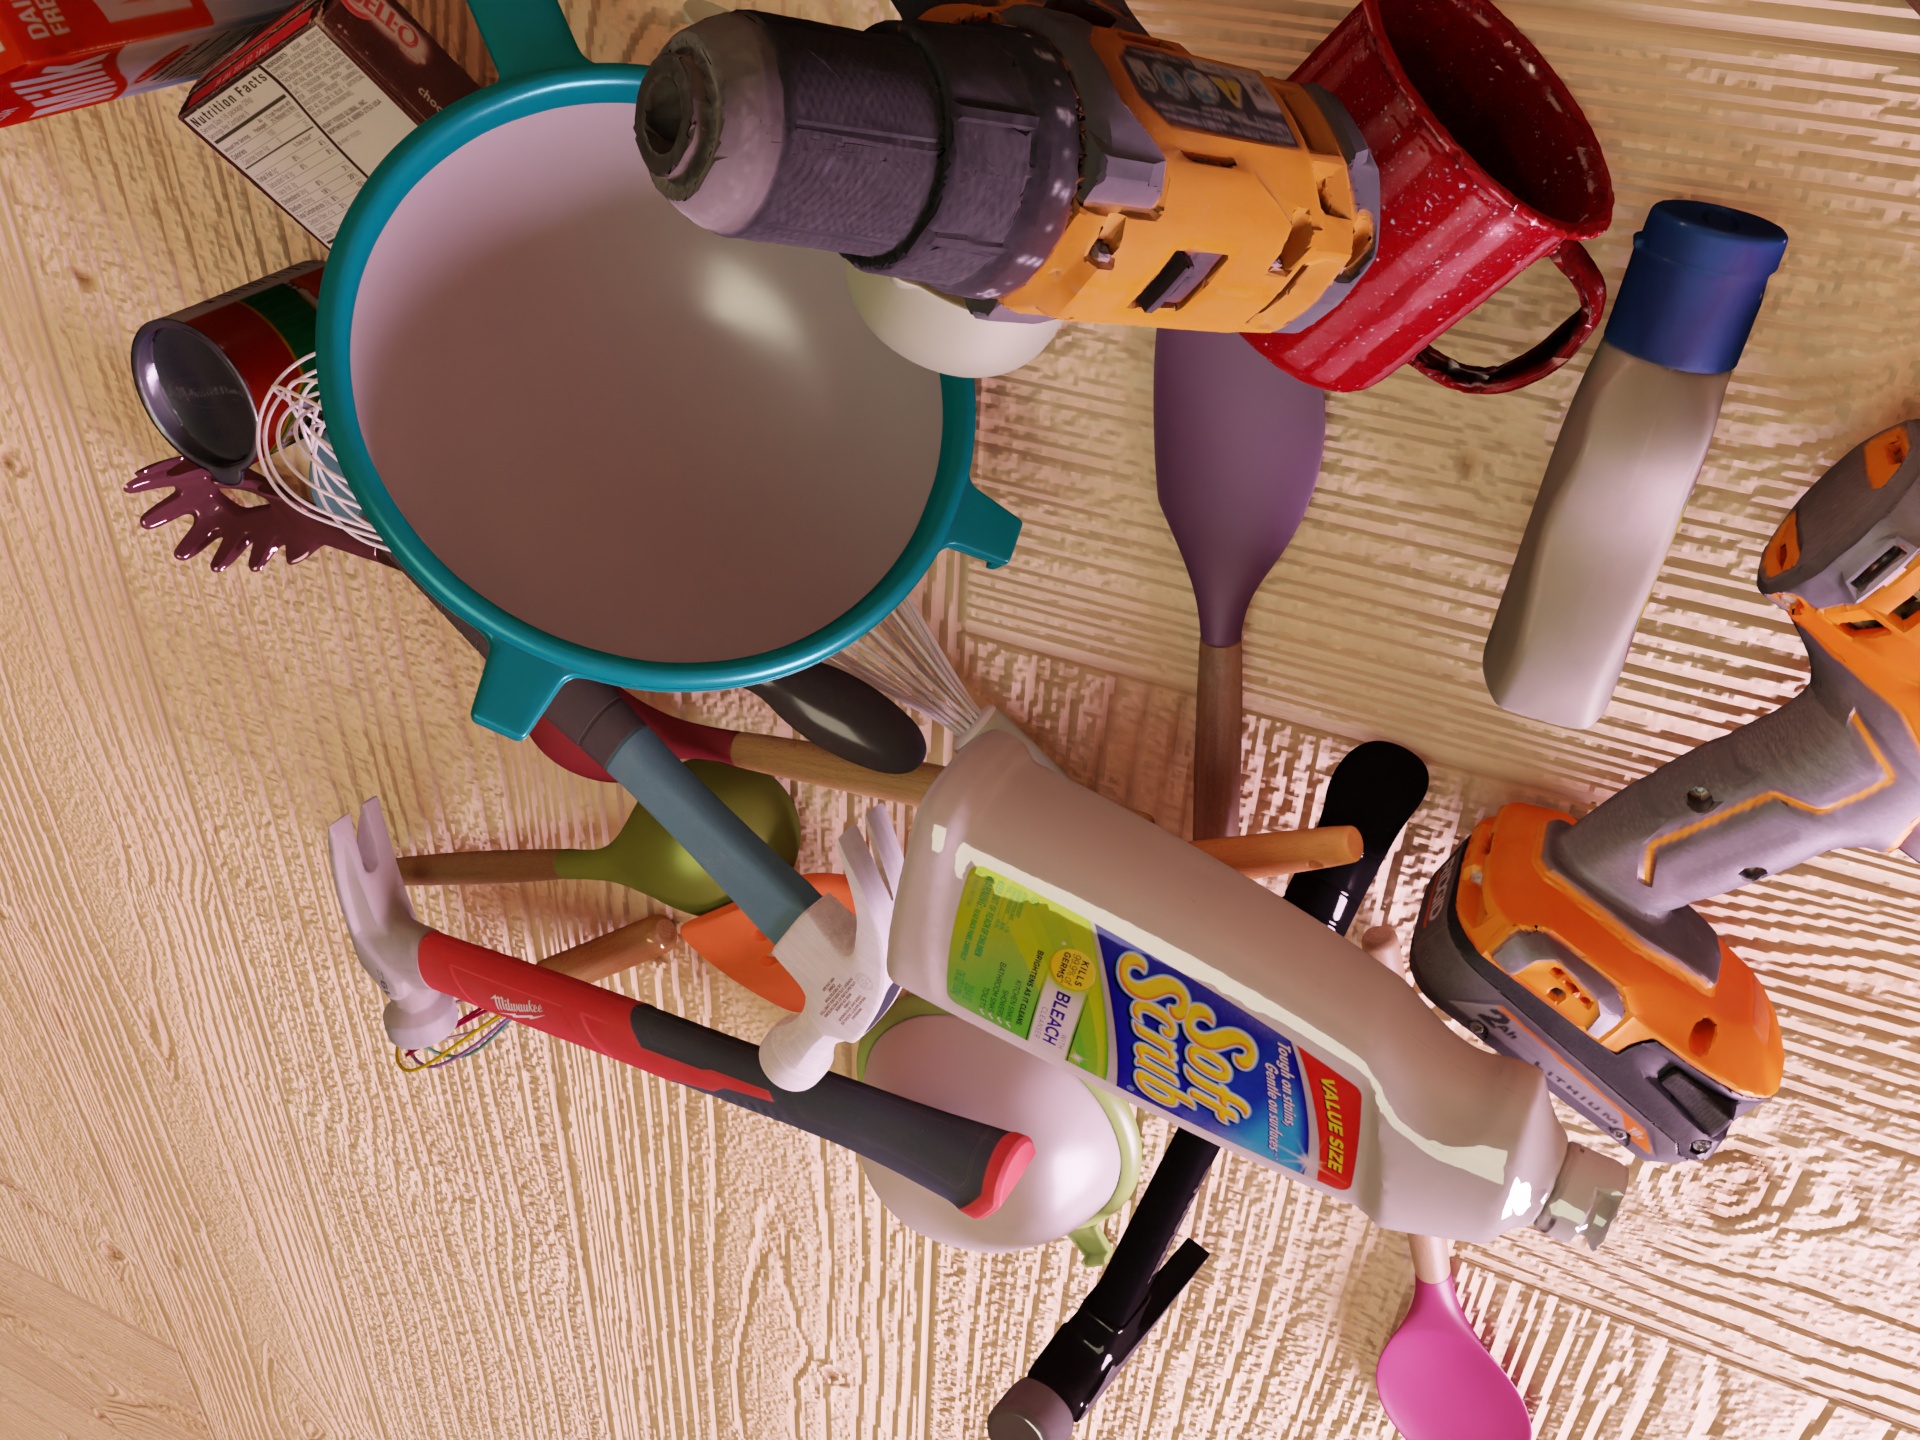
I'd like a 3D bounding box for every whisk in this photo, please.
[{"bbox_3d":[-0.240,0.151,0.874,0.245,0.047,0.051,-24,106,35],"label":"whisk"},{"bbox_3d":[-0.137,-0.057,0.603,0.284,0.070,0.070,29,131,-1],"label":"whisk"},{"bbox_3d":[-0.001,-0.002,0.634,0.246,0.058,0.059,44,100,-9],"label":"whisk"}]

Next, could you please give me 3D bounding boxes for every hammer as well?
[{"bbox_3d":[0.106,0.153,0.645,0.035,0.146,0.334,31,120,22],"label":"hammer"},{"bbox_3d":[-0.144,0.139,0.747,0.386,0.038,0.143,12,124,27],"label":"hammer"},{"bbox_3d":[-0.148,0.003,0.654,0.331,0.033,0.128,44,126,5],"label":"hammer"}]

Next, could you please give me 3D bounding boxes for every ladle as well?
[{"bbox_3d":[-0.207,0.066,0.807,0.320,0.062,0.078,-7,117,40],"label":"ladle"},{"bbox_3d":[-0.068,0.016,0.653,0.315,0.031,0.069,10,125,27],"label":"ladle"}]

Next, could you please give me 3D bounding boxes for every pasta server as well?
[{"bbox_3d":[-0.248,-0.067,0.734,0.316,0.040,0.060,19,140,16],"label":"pasta server"}]

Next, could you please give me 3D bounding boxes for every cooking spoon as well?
[{"bbox_3d":[0.201,0.219,0.686,0.069,0.017,0.318,0,121,29],"label":"cooking spoon"}]

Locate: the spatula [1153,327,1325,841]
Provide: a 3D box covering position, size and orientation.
[{"bbox_3d":[0.098,-0.008,0.591,0.060,0.018,0.315,12,125,23],"label":"spatula"}]

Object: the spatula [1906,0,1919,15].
[{"bbox_3d":[0.270,-0.146,0.384,0.317,0.044,0.082,45,135,-3],"label":"spatula"}]

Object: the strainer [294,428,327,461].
[{"bbox_3d":[-0.194,-0.087,0.684,0.258,0.050,0.086,23,140,17],"label":"strainer"}]

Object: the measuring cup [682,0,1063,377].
[{"bbox_3d":[-0.033,-0.175,0.524,0.168,0.083,0.038,42,143,10],"label":"measuring cup"}]

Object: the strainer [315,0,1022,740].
[{"bbox_3d":[-0.133,-0.164,0.550,0.340,0.211,0.095,67,157,3],"label":"strainer"}]

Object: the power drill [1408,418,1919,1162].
[{"bbox_3d":[0.268,0.040,0.489,0.164,0.084,0.226,37,127,2],"label":"power drill"}]

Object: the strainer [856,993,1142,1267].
[{"bbox_3d":[0.013,0.166,0.722,0.151,0.069,0.256,23,131,15],"label":"strainer"}]

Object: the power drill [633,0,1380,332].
[{"bbox_3d":[-0.014,-0.190,0.375,0.084,0.185,0.226,-42,64,46],"label":"power drill"}]

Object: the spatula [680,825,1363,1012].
[{"bbox_3d":[0.015,0.076,0.640,0.322,0.041,0.081,-13,135,42],"label":"spatula"}]
